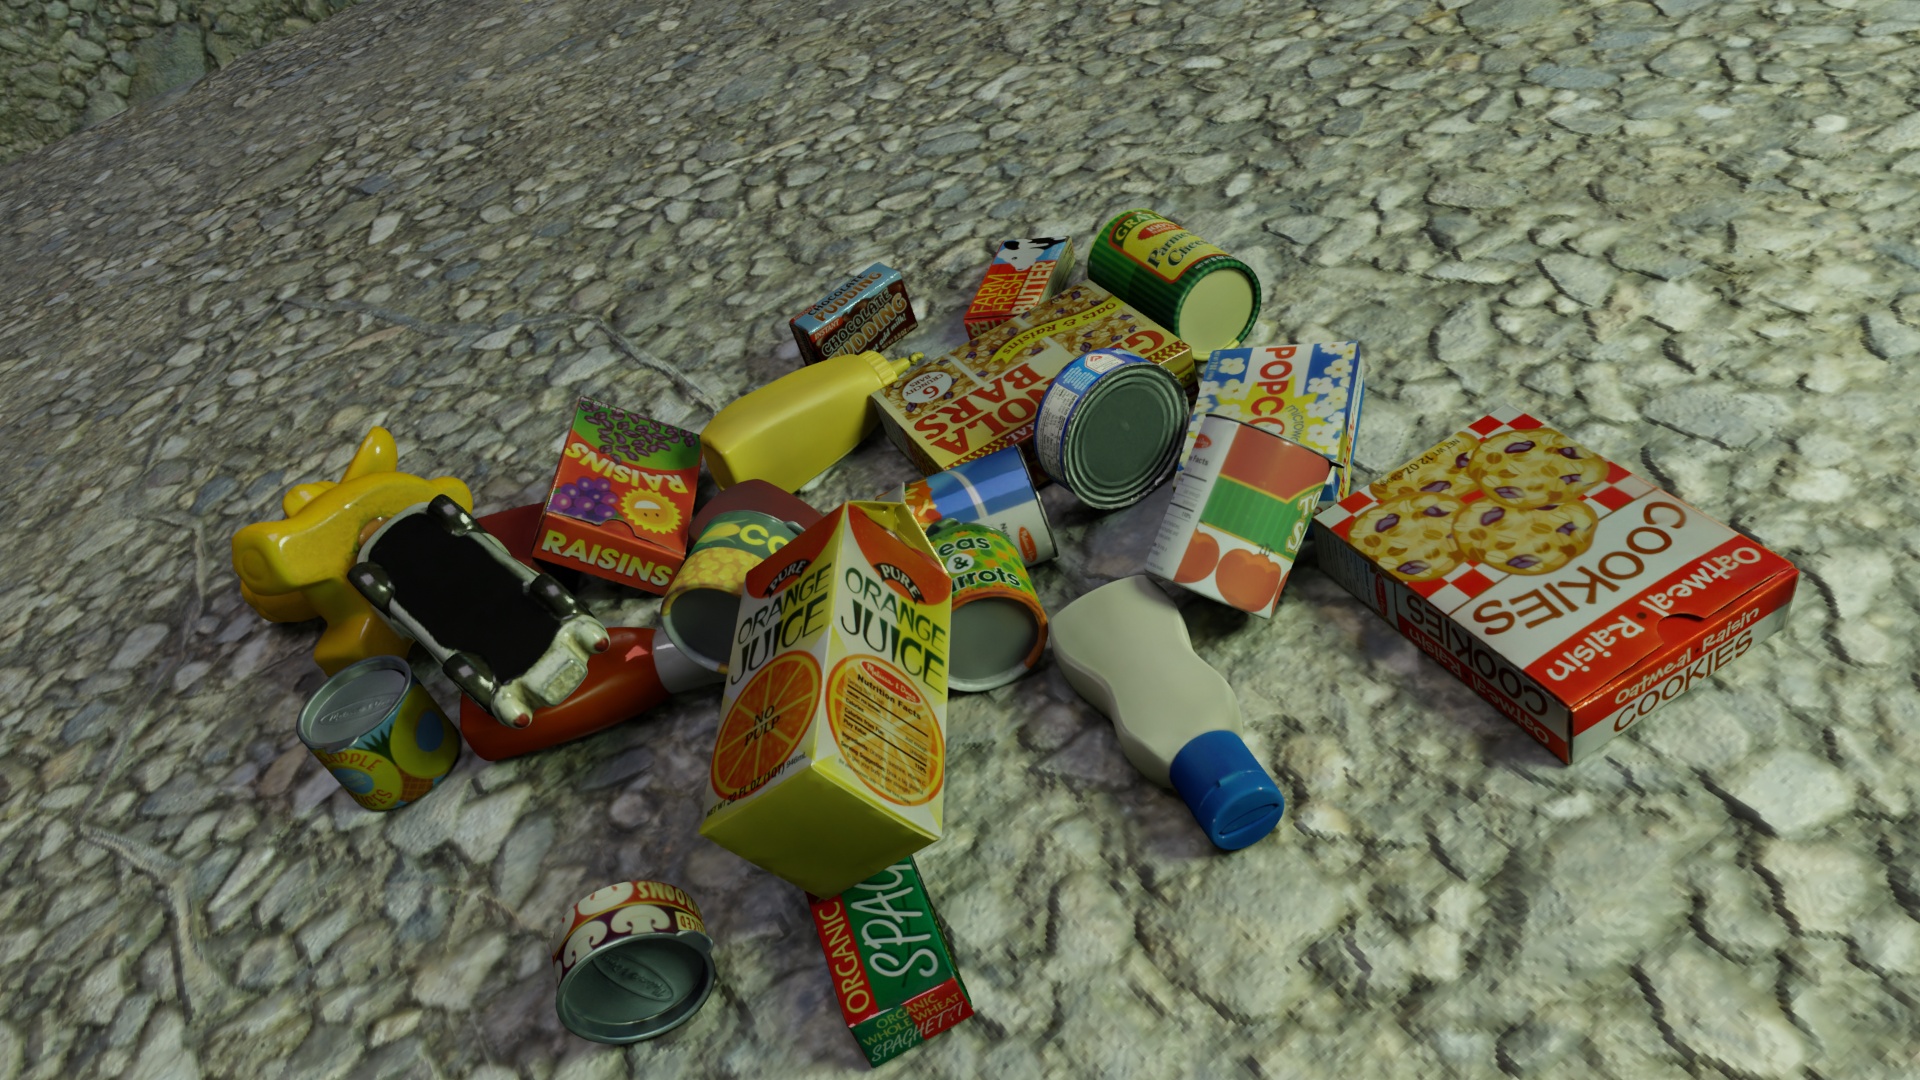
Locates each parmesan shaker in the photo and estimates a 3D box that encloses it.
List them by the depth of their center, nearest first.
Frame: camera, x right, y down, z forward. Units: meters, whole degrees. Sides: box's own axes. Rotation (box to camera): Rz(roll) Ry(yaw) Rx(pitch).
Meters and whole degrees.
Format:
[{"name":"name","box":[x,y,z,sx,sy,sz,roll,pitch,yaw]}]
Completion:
[{"name":"parmesan shaker","box":[0.137,-0.164,0.883,0.071,0.071,0.103,-30,39,-11]}]

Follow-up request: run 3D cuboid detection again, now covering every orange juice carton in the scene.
[{"name":"orange juice carton","box":[-0.055,0.054,0.628,0.071,0.073,0.194,-34,34,29]}]

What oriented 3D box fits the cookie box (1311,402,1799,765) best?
[{"name":"cookie box","box":[0.264,0.012,0.637,0.123,0.040,0.168,-29,39,-11]}]

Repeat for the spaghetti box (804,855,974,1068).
[{"name":"spaghetti box","box":[-0.057,0.127,0.652,0.050,0.028,0.251,-25,38,-4]}]

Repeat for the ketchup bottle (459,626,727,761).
[{"name":"ketchup bottle","box":[-0.196,0.075,0.763,0.149,0.043,0.065,-15,41,7]}]

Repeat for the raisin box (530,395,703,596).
[{"name":"raisin box","box":[-0.209,-0.029,0.862,0.086,0.040,0.124,19,36,-18]}]

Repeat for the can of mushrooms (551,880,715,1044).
[{"name":"can of mushrooms","box":[-0.139,0.179,0.595,0.071,0.070,0.033,-25,37,-5]}]

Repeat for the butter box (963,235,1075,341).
[{"name":"butter box","box":[0.042,-0.176,0.971,0.053,0.024,0.104,0,43,23]}]

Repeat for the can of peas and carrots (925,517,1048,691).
[{"name":"can of peas and carrots","box":[0.006,0.032,0.703,0.071,0.070,0.059,-21,39,-1]}]

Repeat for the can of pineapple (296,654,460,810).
[{"name":"can of pineapple","box":[-0.321,0.108,0.768,0.071,0.057,0.071,-13,39,11]}]

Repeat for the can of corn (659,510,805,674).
[{"name":"can of corn","box":[-0.112,0.026,0.717,0.071,0.071,0.058,-4,38,20]}]

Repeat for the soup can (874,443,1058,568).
[{"name":"soup can","box":[0.003,-0.009,0.757,0.084,0.071,0.072,-20,38,1]}]

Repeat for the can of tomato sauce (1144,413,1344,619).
[{"name":"can of tomato sauce","box":[0.136,-0.011,0.674,0.071,0.071,0.083,24,93,42]}]

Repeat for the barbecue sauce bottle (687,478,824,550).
[{"name":"barbecue sauce bottle","box":[-0.092,0.012,0.792,0.065,0.043,0.149,-39,43,-24]}]

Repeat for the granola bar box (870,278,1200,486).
[{"name":"granola bar box","box":[0.044,-0.089,0.856,0.166,0.039,0.124,-29,39,-11]}]

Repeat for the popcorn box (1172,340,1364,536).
[{"name":"popcorn box","box":[0.171,-0.057,0.762,0.085,0.038,0.127,0,43,23]}]

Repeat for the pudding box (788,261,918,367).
[{"name":"pudding box","box":[-0.075,-0.153,0.975,0.084,0.049,0.030,-38,43,-21]}]

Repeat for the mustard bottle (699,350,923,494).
[{"name":"mustard bottle","box":[-0.088,-0.082,0.890,0.161,0.065,0.049,-33,44,-25]}]

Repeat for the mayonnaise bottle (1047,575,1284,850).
[{"name":"mayonnaise bottle","box":[0.095,0.077,0.636,0.065,0.041,0.149,-25,40,-5]}]
